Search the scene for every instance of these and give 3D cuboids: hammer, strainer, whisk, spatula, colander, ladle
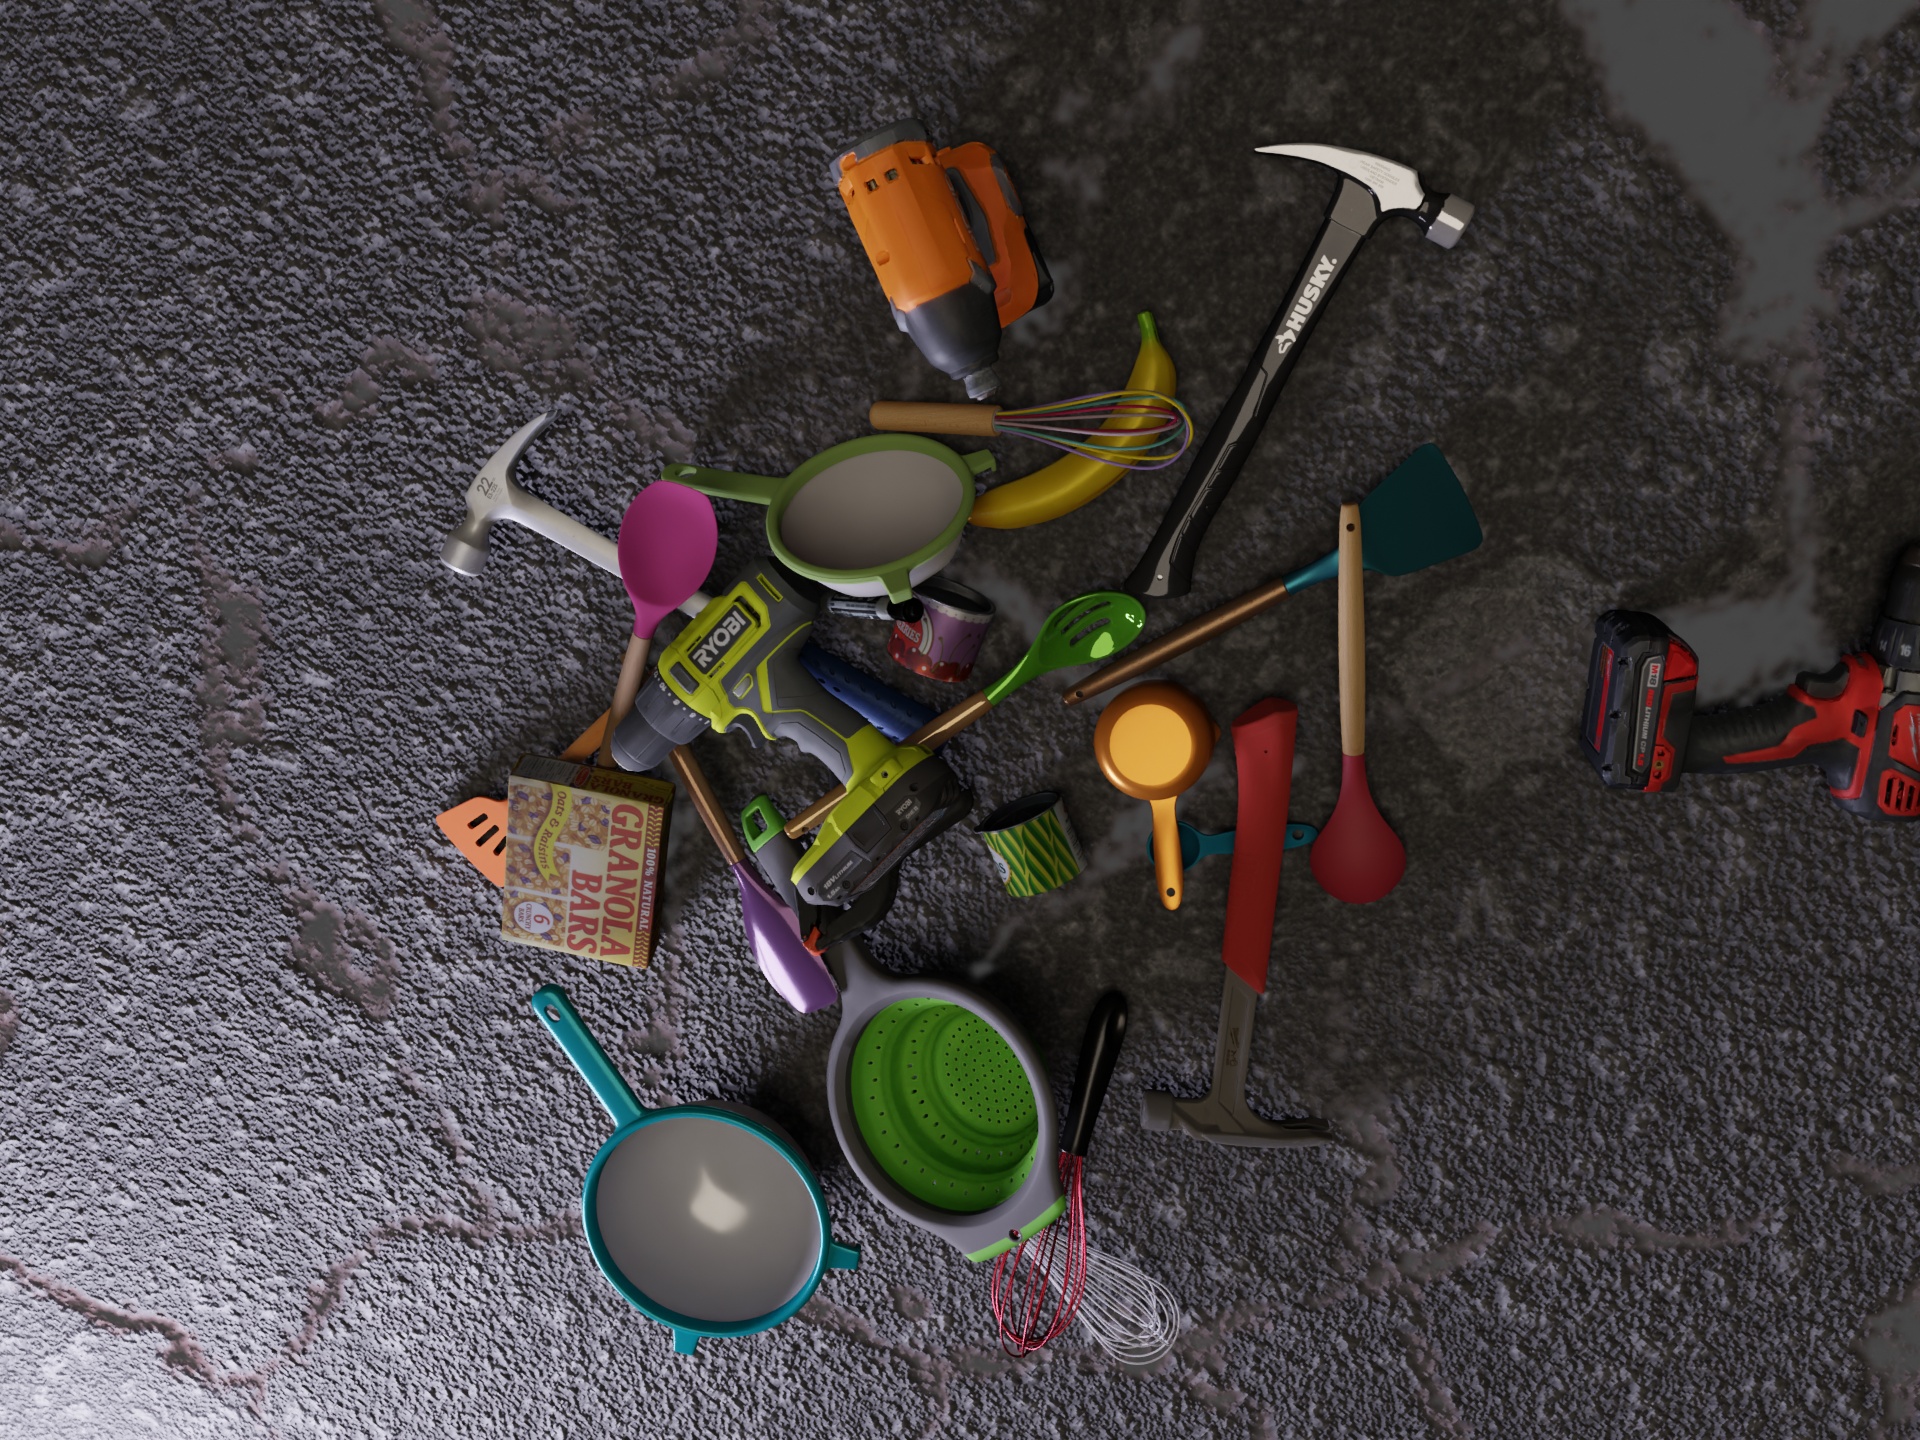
[{"bbox_3d":[0.200,-0.231,1.094,0.146,0.035,0.334,28,110,1],"label":"hammer"},{"bbox_3d":[-0.105,-0.143,1.160,0.256,0.151,0.069,13,144,26],"label":"strainer"},{"bbox_3d":[0.060,0.429,1.314,0.284,0.070,0.070,37,110,4],"label":"whisk"},{"bbox_3d":[-0.186,0.088,1.238,0.060,0.018,0.316,-26,93,31],"label":"spatula"},{"bbox_3d":[-0.301,0.019,1.279,0.322,0.041,0.081,-40,97,15],"label":"spatula"},{"bbox_3d":[0.045,-0.211,1.103,0.245,0.047,0.051,8,72,26],"label":"whisk"},{"bbox_3d":[-0.041,0.222,1.262,0.204,0.094,0.397,-40,78,29],"label":"colander"},{"bbox_3d":[0.226,0.159,1.194,0.149,0.037,0.359,4,109,2],"label":"hammer"},{"bbox_3d":[-0.237,0.348,1.329,0.211,0.095,0.340,-32,96,16],"label":"strainer"},{"bbox_3d":[-0.185,-0.086,1.201,0.405,0.035,0.144,29,104,-3],"label":"hammer"},{"bbox_3d":[0.083,0.358,1.253,0.073,0.073,0.296,15,89,7],"label":"whisk"},{"bbox_3d":[0.280,-0.002,1.128,0.069,0.031,0.315,-2,113,12],"label":"ladle"},{"bbox_3d":[0.212,-0.086,1.140,0.317,0.044,0.082,-27,101,21],"label":"spatula"}]

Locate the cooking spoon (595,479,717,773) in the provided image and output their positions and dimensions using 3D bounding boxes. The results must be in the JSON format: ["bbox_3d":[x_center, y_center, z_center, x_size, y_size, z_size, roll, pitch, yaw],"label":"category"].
[{"bbox_3d":[-0.243,-0.047,1.192,0.068,0.017,0.318,18,127,-9],"label":"cooking spoon"}]

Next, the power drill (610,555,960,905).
[{"bbox_3d":[-0.131,0.022,1.147,0.190,0.080,0.228,-45,80,12],"label":"power drill"}]

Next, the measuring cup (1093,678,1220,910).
[{"bbox_3d":[0.145,0.057,1.164,0.095,0.052,0.173,-5,92,12],"label":"measuring cup"}]

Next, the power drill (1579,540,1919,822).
[{"bbox_3d":[0.548,-0.030,1.064,0.226,0.080,0.187,4,107,7],"label":"power drill"}]

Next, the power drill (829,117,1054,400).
[{"bbox_3d":[-0.002,-0.291,1.014,0.084,0.226,0.164,-21,102,17],"label":"power drill"}]

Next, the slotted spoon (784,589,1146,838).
[{"bbox_3d":[-0.002,-0.004,1.174,0.314,0.031,0.070,-34,136,7],"label":"slotted spoon"}]

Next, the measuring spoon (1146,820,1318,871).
[{"bbox_3d":[0.204,0.089,1.204,0.128,0.021,0.042,-6,107,4],"label":"measuring spoon"}]
